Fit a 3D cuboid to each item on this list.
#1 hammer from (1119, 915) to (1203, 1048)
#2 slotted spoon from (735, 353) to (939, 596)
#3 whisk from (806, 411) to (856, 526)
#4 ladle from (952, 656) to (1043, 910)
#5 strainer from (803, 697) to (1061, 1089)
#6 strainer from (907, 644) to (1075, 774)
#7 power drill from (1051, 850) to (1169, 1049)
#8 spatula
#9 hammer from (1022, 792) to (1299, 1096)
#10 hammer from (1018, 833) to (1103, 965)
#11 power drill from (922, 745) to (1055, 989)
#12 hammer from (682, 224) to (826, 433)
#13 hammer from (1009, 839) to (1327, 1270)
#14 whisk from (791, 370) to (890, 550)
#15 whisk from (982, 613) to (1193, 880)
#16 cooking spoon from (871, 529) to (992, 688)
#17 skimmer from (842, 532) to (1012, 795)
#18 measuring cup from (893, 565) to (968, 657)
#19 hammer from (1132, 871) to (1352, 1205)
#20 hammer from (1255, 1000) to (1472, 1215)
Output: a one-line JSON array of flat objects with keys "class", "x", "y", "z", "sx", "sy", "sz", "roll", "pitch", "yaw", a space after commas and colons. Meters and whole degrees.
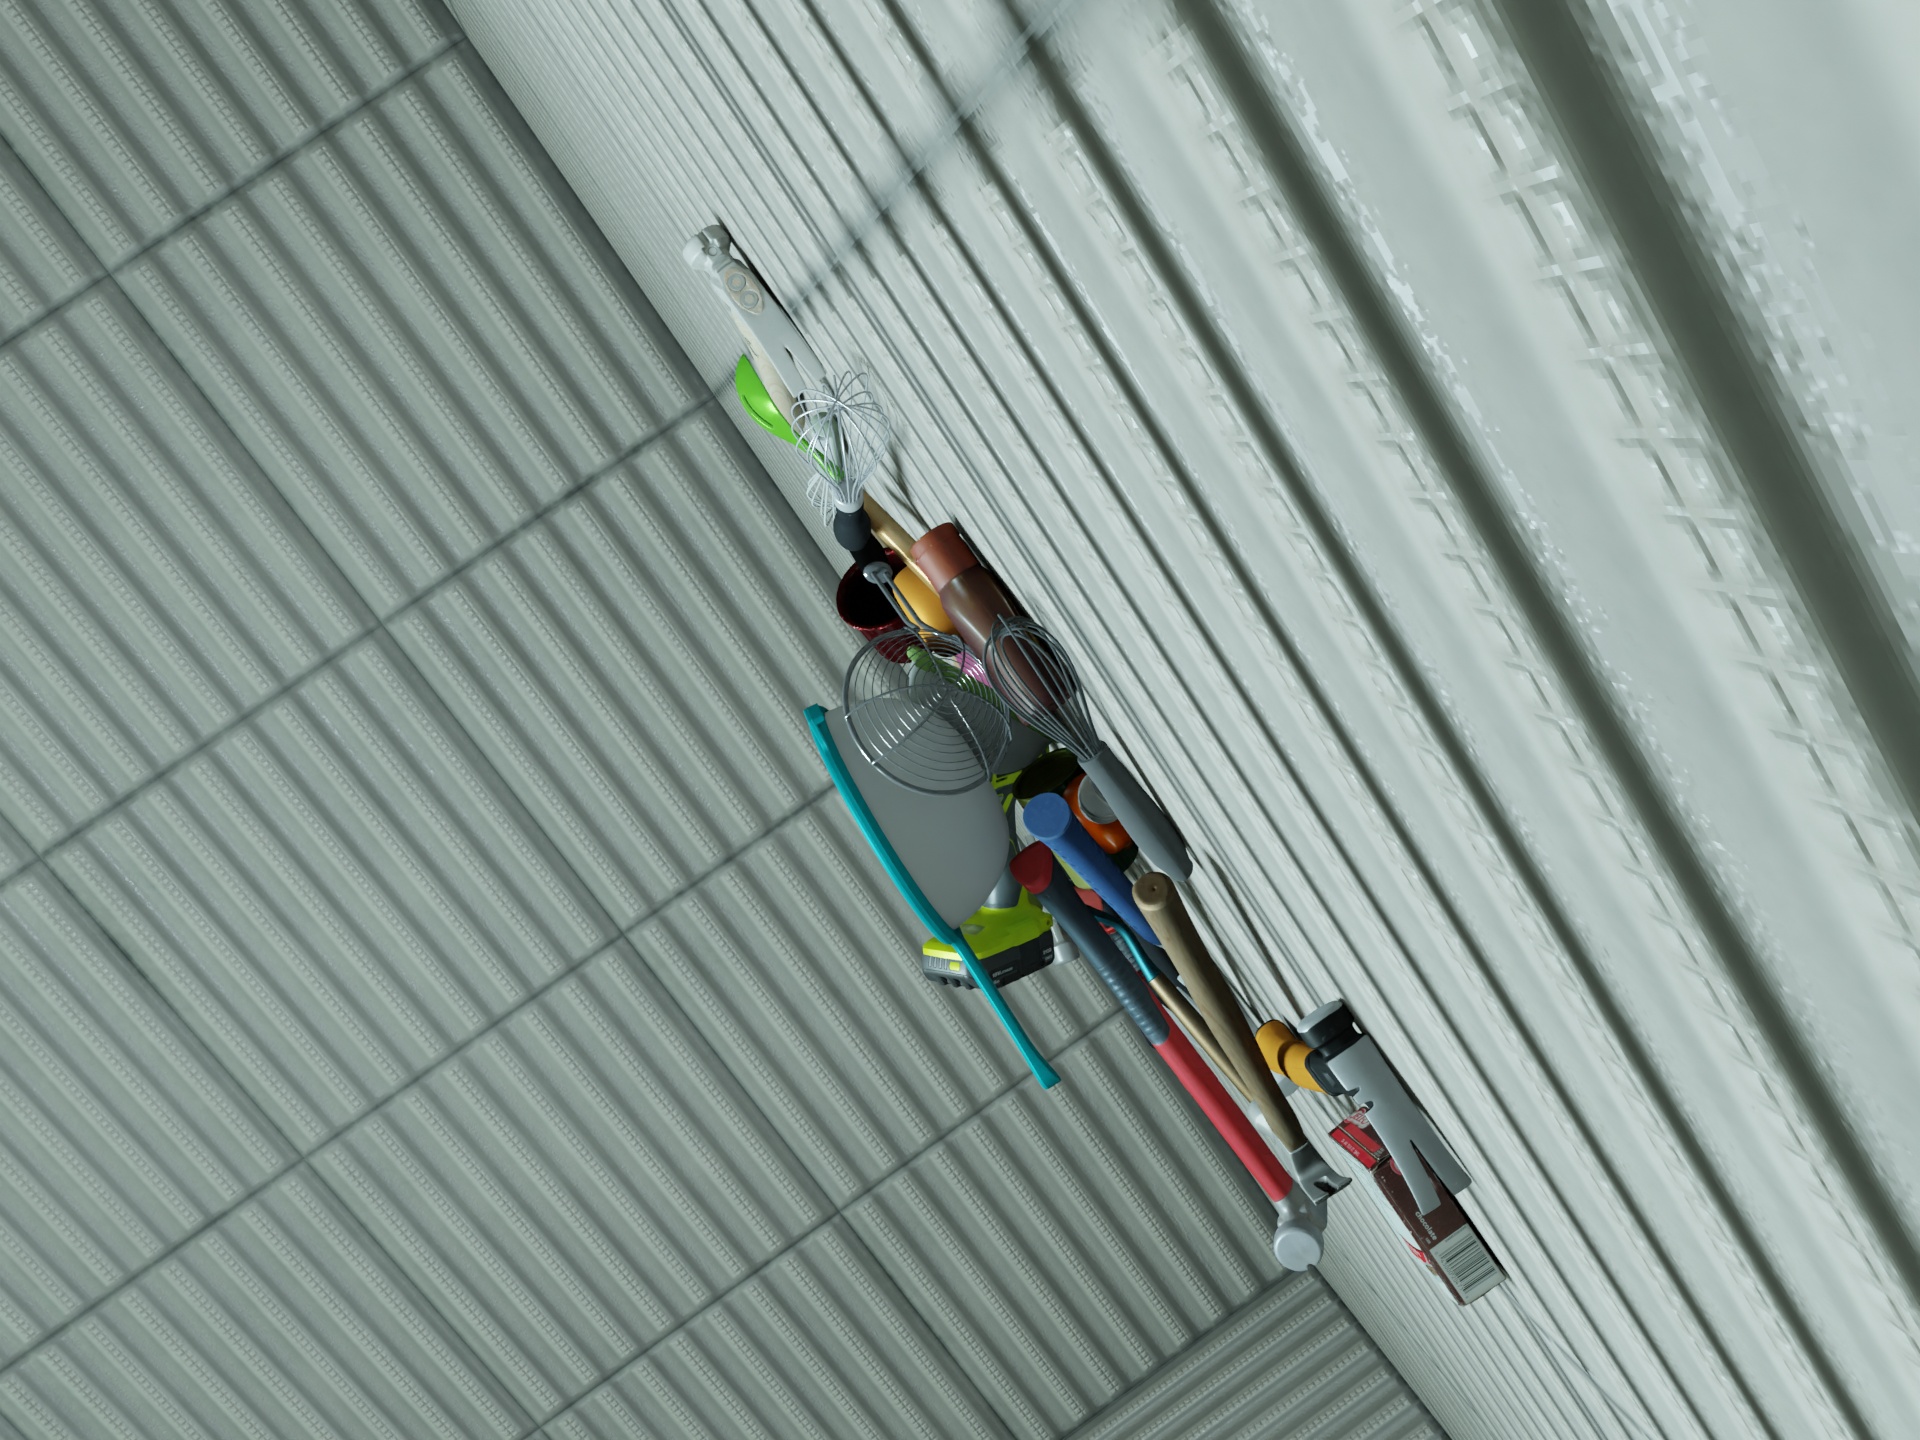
[{"class": "hammer", "x": 0.164, "y": 0.188, "z": 1.555, "sx": 0.146, "sy": 0.035, "sz": 0.335, "roll": 33, "pitch": -162, "yaw": -48}, {"class": "slotted spoon", "x": -0.075, "y": -0.171, "z": 1.276, "sx": 0.314, "sy": 0.031, "sz": 0.070, "roll": 46, "pitch": 177, "yaw": 0}, {"class": "whisk", "x": -0.122, "y": -0.237, "z": 1.493, "sx": 0.058, "sy": 0.059, "sz": 0.246, "roll": 17, "pitch": 170, "yaw": 1}, {"class": "ladle", "x": 0.021, "y": 0.066, "z": 1.595, "sx": 0.078, "sy": 0.062, "sz": 0.320, "roll": 69, "pitch": -174, "yaw": -73}, {"class": "strainer", "x": 0.009, "y": 0.113, "z": 1.211, "sx": 0.340, "sy": 0.095, "sz": 0.211, "roll": 58, "pitch": -179, "yaw": 5}, {"class": "strainer", "x": -0.002, "y": -0.004, "z": 1.367, "sx": 0.151, "sy": 0.069, "sz": 0.256, "roll": 30, "pitch": 180, "yaw": -13}, {"class": "power drill", "x": 0.174, "y": 0.232, "z": 1.755, "sx": 0.227, "sy": 0.080, "sz": 0.187, "roll": 56, "pitch": 178, "yaw": 36}, {"class": "spatula", "x": 0.178, "y": 0.250, "z": 1.384, "sx": 0.317, "sy": 0.044, "sz": 0.082, "roll": 49, "pitch": -177, "yaw": 8}, {"class": "hammer", "x": 0.155, "y": 0.169, "z": 1.254, "sx": 0.405, "sy": 0.035, "sz": 0.144, "roll": 48, "pitch": -176, "yaw": -44}, {"class": "hammer", "x": 0.100, "y": 0.180, "z": 1.622, "sx": 0.359, "sy": 0.036, "sz": 0.149, "roll": 105, "pitch": 144, "yaw": -82}, {"class": "power drill", "x": 0.011, "y": 0.120, "z": 1.434, "sx": 0.080, "sy": 0.190, "sz": 0.228, "roll": 2, "pitch": 100, "yaw": 39}, {"class": "hammer", "x": -0.163, "y": -0.309, "z": 1.425, "sx": 0.146, "sy": 0.038, "sz": 0.410, "roll": 53, "pitch": 177, "yaw": 2}, {"class": "hammer", "x": 0.171, "y": 0.252, "z": 1.280, "sx": 0.386, "sy": 0.038, "sz": 0.143, "roll": 53, "pitch": -162, "yaw": -3}, {"class": "whisk", "x": -0.082, "y": -0.172, "z": 1.140, "sx": 0.070, "sy": 0.070, "sz": 0.284, "roll": 54, "pitch": 171, "yaw": 9}, {"class": "whisk", "x": 0.090, "y": 0.023, "z": 1.054, "sx": 0.238, "sy": 0.055, "sz": 0.055, "roll": 51, "pitch": 179, "yaw": -23}, {"class": "cooking spoon", "x": -0.031, "y": -0.116, "z": 1.629, "sx": 0.319, "sy": 0.017, "sz": 0.068, "roll": 53, "pitch": 164, "yaw": 32}, {"class": "skimmer", "x": -0.057, "y": -0.066, "z": 1.227, "sx": 0.127, "sy": 0.090, "sz": 0.364, "roll": 7, "pitch": -157, "yaw": -21}, {"class": "measuring cup", "x": -0.001, "y": -0.067, "z": 1.359, "sx": 0.173, "sy": 0.052, "sz": 0.095, "roll": 60, "pitch": 175, "yaw": -37}, {"class": "hammer", "x": 0.195, "y": 0.226, "z": 1.108, "sx": 0.331, "sy": 0.031, "sz": 0.130, "roll": 59, "pitch": 177, "yaw": -34}, {"class": "hammer", "x": 0.245, "y": 0.239, "z": 1.060, "sx": 0.127, "sy": 0.034, "sz": 0.337, "roll": 56, "pitch": 177, "yaw": 7}]
